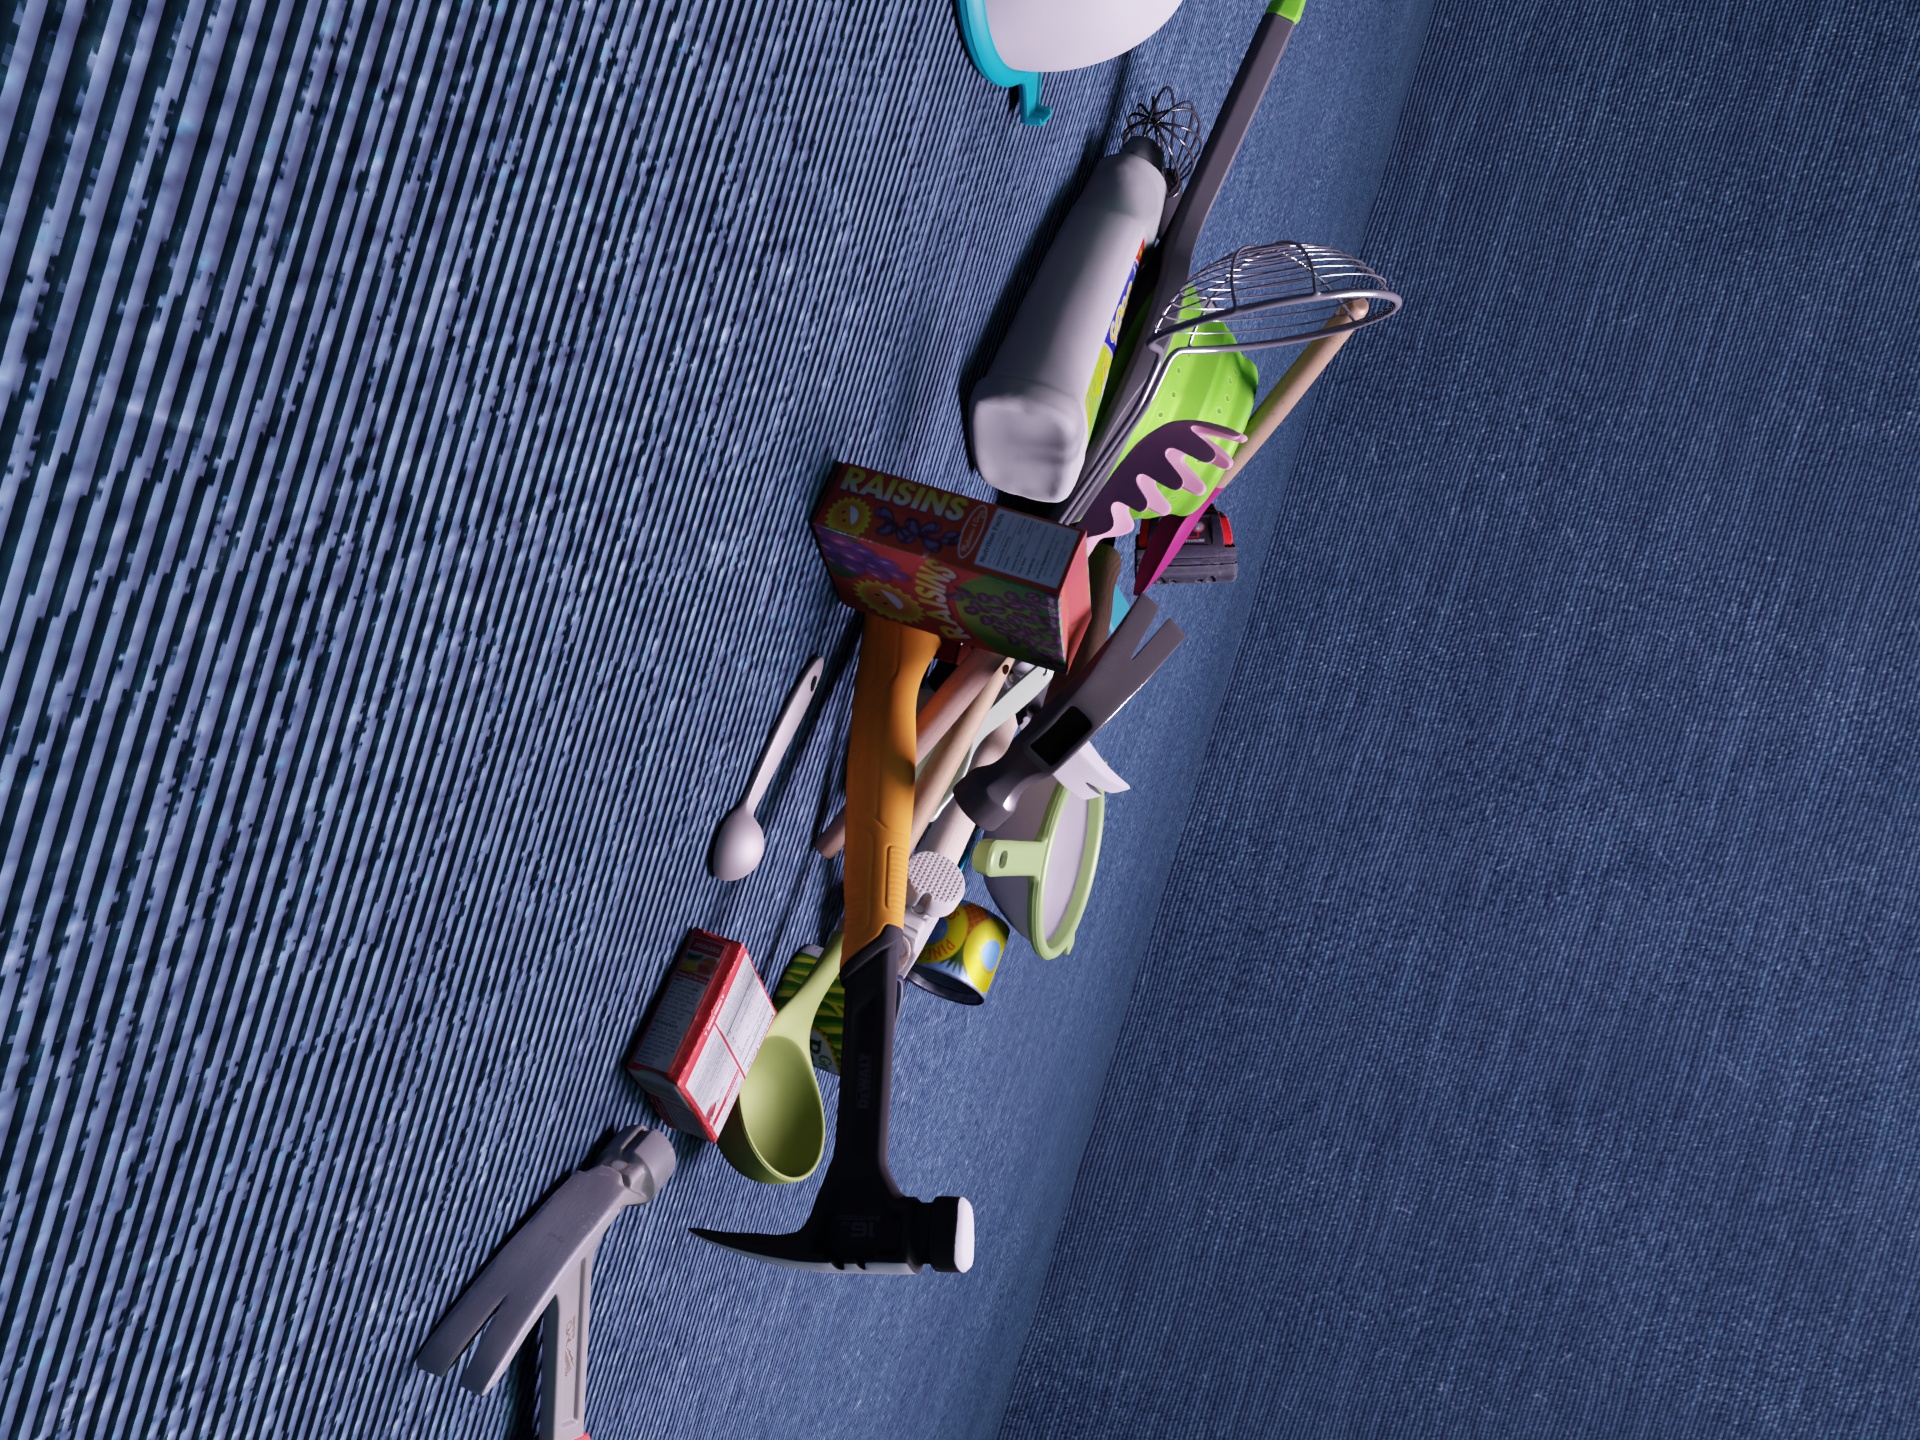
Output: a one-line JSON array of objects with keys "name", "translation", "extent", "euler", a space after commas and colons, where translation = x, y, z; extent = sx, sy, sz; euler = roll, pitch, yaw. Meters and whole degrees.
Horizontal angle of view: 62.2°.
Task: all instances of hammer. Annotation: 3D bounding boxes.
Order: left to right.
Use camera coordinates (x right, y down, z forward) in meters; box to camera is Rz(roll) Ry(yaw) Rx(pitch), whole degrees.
[{"name": "hammer", "translation": [-0.190, 0.365, 0.735], "extent": [0.149, 0.037, 0.358], "euler": [-48, 152, -59]}, {"name": "hammer", "translation": [-0.050, 0.092, 0.776], "extent": [0.034, 0.127, 0.337], "euler": [65, 25, -62]}, {"name": "hammer", "translation": [0.015, 0.023, 1.085], "extent": [0.146, 0.038, 0.411], "euler": [-59, -178, 42]}, {"name": "hammer", "translation": [0.071, -0.049, 0.911], "extent": [0.130, 0.031, 0.331], "euler": [-43, -171, 20]}, {"name": "hammer", "translation": [0.092, -0.091, 1.138], "extent": [0.146, 0.035, 0.335], "euler": [58, 31, -32]}]

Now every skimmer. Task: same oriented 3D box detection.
[{"name": "skimmer", "translation": [0.092, -0.116, 0.882], "extent": [0.127, 0.090, 0.363], "euler": [-11, 145, -50]}]

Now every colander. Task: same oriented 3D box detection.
[{"name": "colander", "translation": [0.164, -0.272, 1.023], "extent": [0.205, 0.094, 0.397], "euler": [-88, -159, -71]}]

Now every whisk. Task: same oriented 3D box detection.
[{"name": "whisk", "translation": [0.147, -0.386, 1.134], "extent": [0.239, 0.055, 0.055], "euler": [11, 96, -80]}]

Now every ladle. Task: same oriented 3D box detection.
[{"name": "ladle", "translation": [-0.040, 0.097, 0.861], "extent": [0.078, 0.062, 0.320], "euler": [42, 72, -47]}]

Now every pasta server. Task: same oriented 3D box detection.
[{"name": "pasta server", "translation": [0.028, -0.038, 0.831], "extent": [0.316, 0.040, 0.060], "euler": [-49, 169, 16]}]

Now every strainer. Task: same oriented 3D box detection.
[{"name": "strainer", "translation": [0.035, 0.092, 1.124], "extent": [0.256, 0.069, 0.151], "euler": [13, 88, -69]}, {"name": "strainer", "translation": [0.062, -0.401, 0.675], "extent": [0.340, 0.095, 0.211], "euler": [12, 95, -77]}]

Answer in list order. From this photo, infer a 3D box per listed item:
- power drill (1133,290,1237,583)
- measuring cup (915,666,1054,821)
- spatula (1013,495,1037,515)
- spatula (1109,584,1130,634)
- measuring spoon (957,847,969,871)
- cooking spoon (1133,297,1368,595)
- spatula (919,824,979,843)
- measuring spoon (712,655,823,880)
[{"name": "power drill", "translation": [0.171, -0.219, 1.226], "extent": [0.143, 0.078, 0.219], "euler": [-63, 152, -76]}, {"name": "measuring cup", "translation": [-0.001, -0.003, 0.940], "extent": [0.167, 0.038, 0.083], "euler": [-38, 140, -40]}, {"name": "spatula", "translation": [0.061, -0.192, 1.078], "extent": [0.059, 0.018, 0.316], "euler": [71, 39, -75]}, {"name": "spatula", "translation": [0.134, -0.190, 1.312], "extent": [0.082, 0.044, 0.317], "euler": [-79, 174, -48]}, {"name": "measuring spoon", "translation": [-0.033, 0.137, 1.062], "extent": [0.129, 0.021, 0.042], "euler": [-60, -172, -13]}, {"name": "cooking spoon", "translation": [0.182, -0.174, 1.056], "extent": [0.318, 0.017, 0.069], "euler": [125, -16, -58]}, {"name": "spatula", "translation": [0.028, 0.058, 1.244], "extent": [0.322, 0.041, 0.081], "euler": [-25, 130, -66]}, {"name": "measuring spoon", "translation": [-0.086, 0.022, 0.765], "extent": [0.034, 0.018, 0.124], "euler": [79, 30, -62]}]
